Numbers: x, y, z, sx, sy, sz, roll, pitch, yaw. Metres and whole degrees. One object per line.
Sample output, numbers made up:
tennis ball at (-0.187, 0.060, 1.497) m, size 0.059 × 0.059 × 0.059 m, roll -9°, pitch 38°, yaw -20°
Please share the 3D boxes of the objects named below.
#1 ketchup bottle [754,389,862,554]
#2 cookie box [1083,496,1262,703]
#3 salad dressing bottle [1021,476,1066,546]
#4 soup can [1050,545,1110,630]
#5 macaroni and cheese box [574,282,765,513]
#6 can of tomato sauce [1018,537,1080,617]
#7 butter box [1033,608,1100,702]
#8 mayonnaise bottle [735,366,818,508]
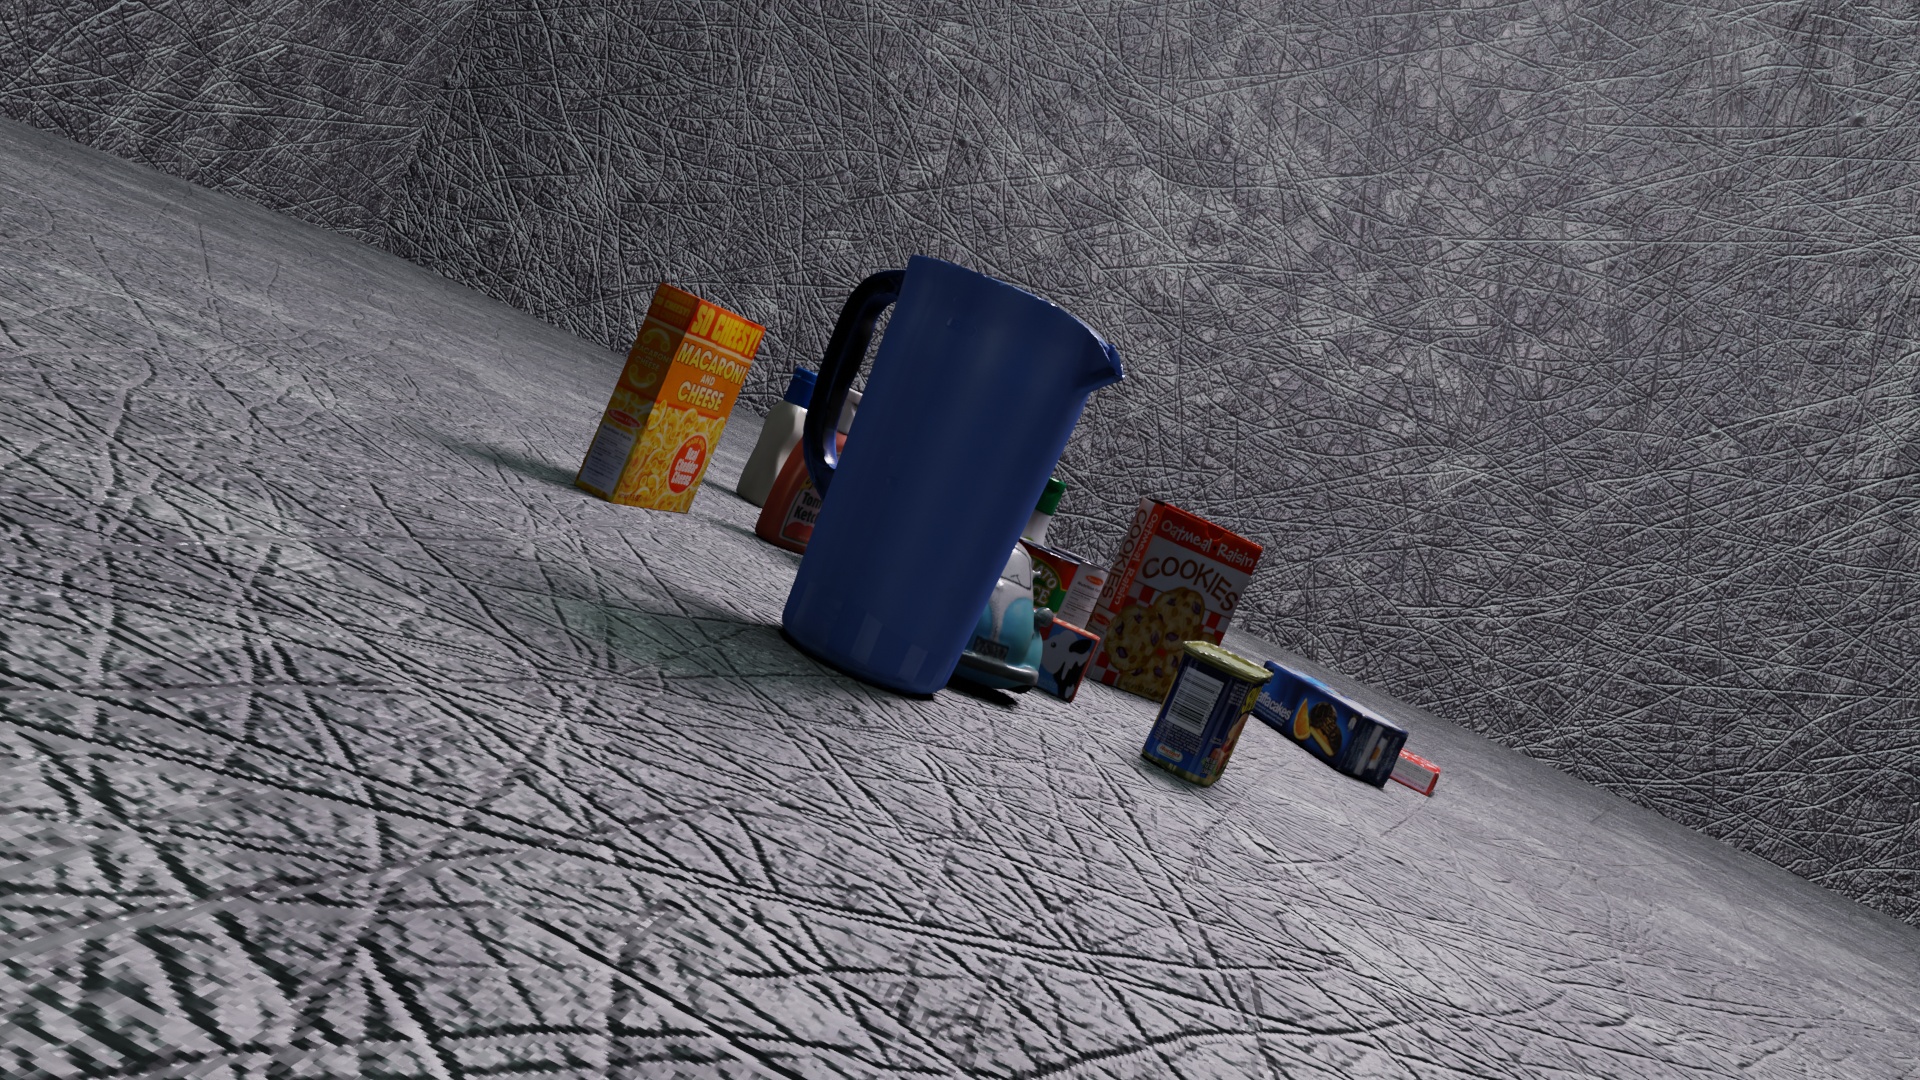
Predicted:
ketchup bottle at (-0.124, -0.063, 1.207) m, size 0.043 × 0.148 × 0.065 m, roll 27°, pitch 5°, yaw 43°
cookie box at (0.186, 0.059, 1.247) m, size 0.123 × 0.167 × 0.040 m, roll 22°, pitch 4°, yaw -30°
salad dressing bottle at (0.066, 0.000, 1.467) m, size 0.064 × 0.147 × 0.044 m, roll 23°, pitch 3°, yaw -15°
soup can at (0.107, 0.055, 1.440) m, size 0.071 × 0.083 × 0.071 m, roll 24°, pitch 4°, yaw -1°
macaroni and cheese box at (-0.225, -0.108, 1.087) m, size 0.040 × 0.166 × 0.124 m, roll 25°, pitch 4°, yaw 15°
can of tomato sauce at (0.068, 0.046, 1.334) m, size 0.071 × 0.083 × 0.071 m, roll 24°, pitch 4°, yaw -1°
butter box at (0.048, 0.076, 1.046) m, size 0.103 × 0.053 × 0.024 m, roll 24°, pitch 3°, yaw 10°
mayonnaise bottle at (-0.181, -0.105, 1.438) m, size 0.041 × 0.148 × 0.065 m, roll 20°, pitch 5°, yaw -46°
